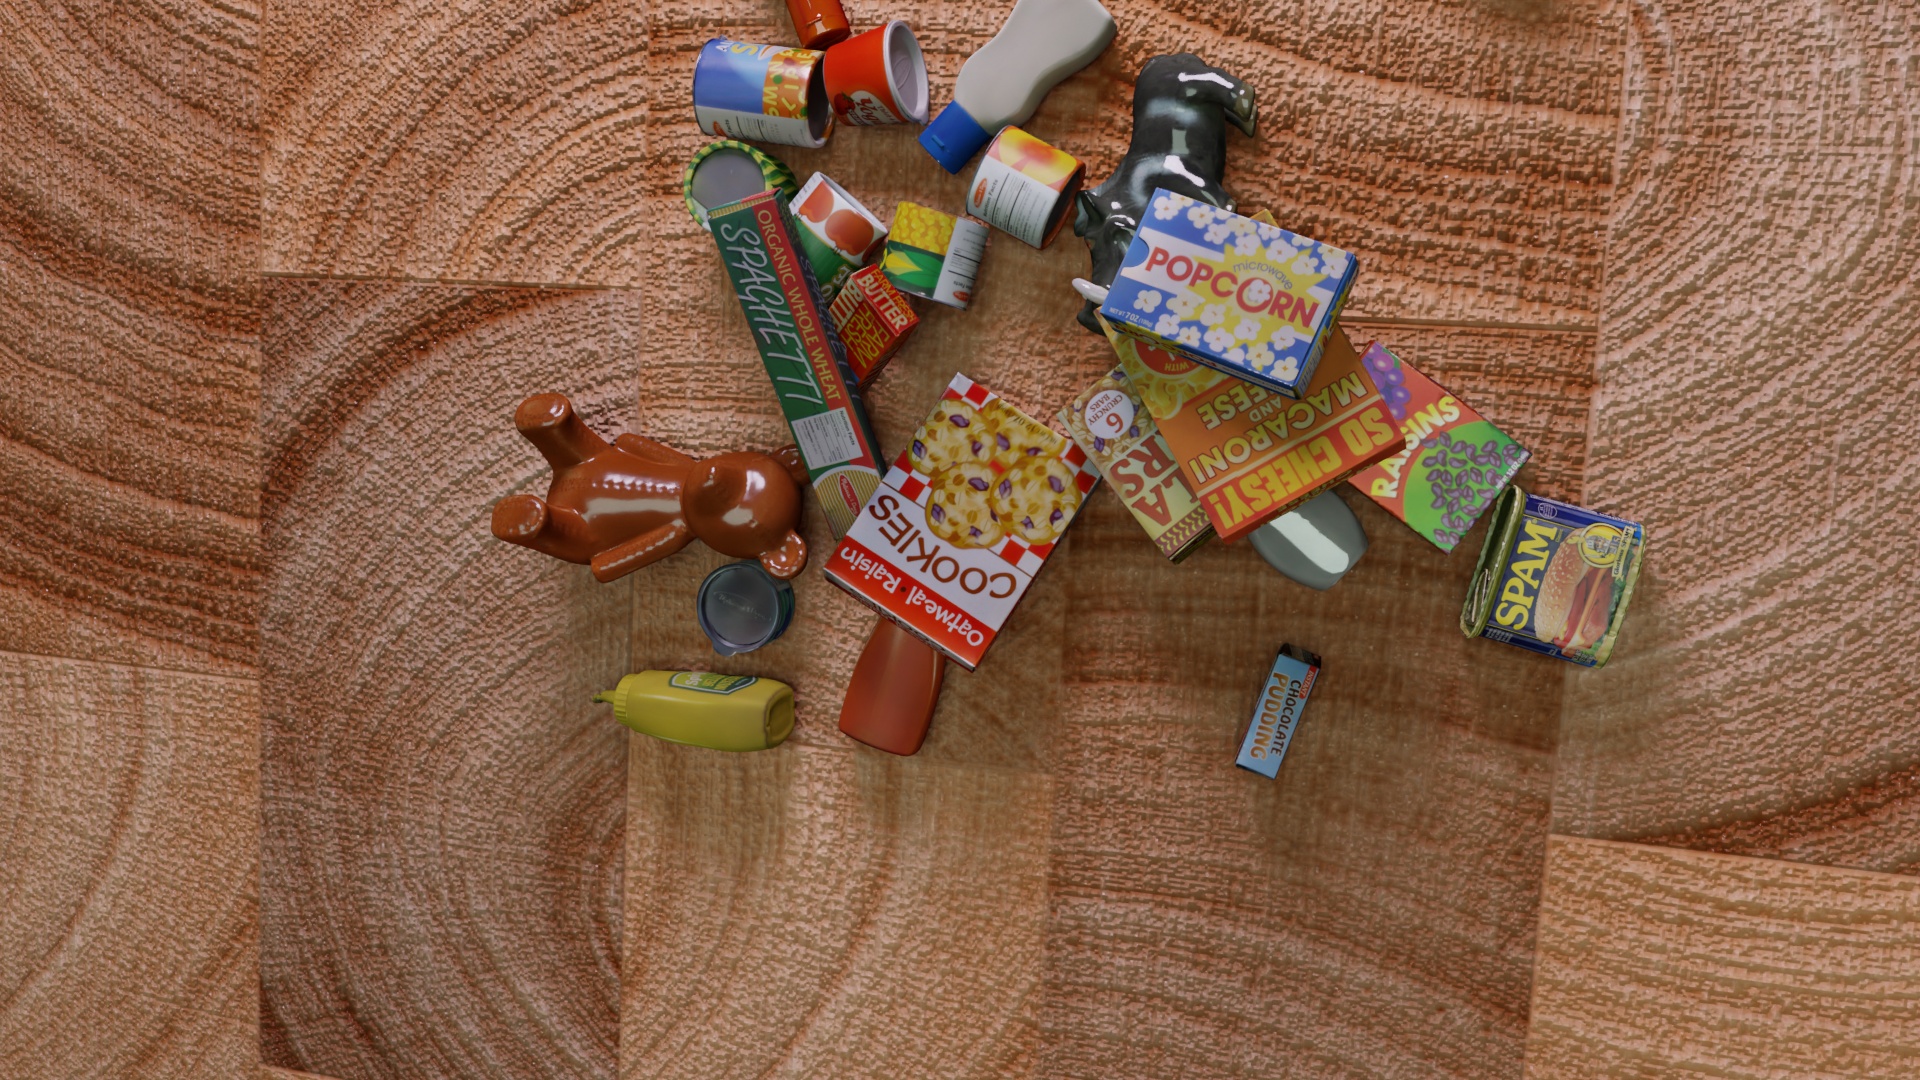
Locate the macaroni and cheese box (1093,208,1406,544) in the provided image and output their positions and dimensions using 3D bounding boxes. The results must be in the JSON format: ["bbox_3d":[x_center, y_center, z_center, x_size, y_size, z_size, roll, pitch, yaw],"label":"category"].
[{"bbox_3d":[0.176,-0.099,0.849,0.123,0.040,0.167,-30,74,11],"label":"macaroni and cheese box"}]

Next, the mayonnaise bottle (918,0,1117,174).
[{"bbox_3d":[0.034,-0.315,0.944,0.148,0.041,0.065,-44,81,14],"label":"mayonnaise bottle"}]

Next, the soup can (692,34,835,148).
[{"bbox_3d":[-0.135,-0.315,0.971,0.084,0.071,0.071,10,98,12],"label":"soup can"}]

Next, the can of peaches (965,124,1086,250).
[{"bbox_3d":[0.046,-0.238,0.936,0.058,0.071,0.071,29,101,9],"label":"can of peaches"}]

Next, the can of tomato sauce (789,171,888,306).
[{"bbox_3d":[-0.100,-0.204,0.973,0.071,0.071,0.083,43,102,6],"label":"can of tomato sauce"}]

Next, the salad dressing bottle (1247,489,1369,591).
[{"bbox_3d":[0.203,-0.031,0.928,0.148,0.044,0.064,44,96,8],"label":"salad dressing bottle"}]

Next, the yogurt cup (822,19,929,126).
[{"bbox_3d":[-0.059,-0.317,0.954,0.054,0.072,0.072,-6,94,22],"label":"yogurt cup"}]

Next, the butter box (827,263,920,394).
[{"bbox_3d":[-0.070,-0.142,0.960,0.053,0.024,0.103,53,147,2],"label":"butter box"}]

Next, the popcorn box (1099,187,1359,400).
[{"bbox_3d":[0.159,-0.145,0.820,0.127,0.038,0.085,25,89,20],"label":"popcorn box"}]

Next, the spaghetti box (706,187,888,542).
[{"bbox_3d":[-0.103,-0.116,0.952,0.050,0.029,0.249,-14,114,12],"label":"spaghetti box"}]

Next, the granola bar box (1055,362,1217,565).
[{"bbox_3d":[0.164,-0.083,0.894,0.165,0.039,0.124,-39,73,9],"label":"granola bar box"}]

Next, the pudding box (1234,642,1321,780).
[{"bbox_3d":[0.214,0.114,0.935,0.030,0.050,0.083,22,99,12],"label":"pudding box"}]

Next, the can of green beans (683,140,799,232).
[{"bbox_3d":[-0.155,-0.246,0.985,0.071,0.058,0.071,1,95,13],"label":"can of green beans"}]

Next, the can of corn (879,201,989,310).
[{"bbox_3d":[-0.021,-0.196,0.954,0.071,0.071,0.058,19,99,11],"label":"can of corn"}]

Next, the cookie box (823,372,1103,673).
[{"bbox_3d":[0.003,-0.012,0.950,0.123,0.040,0.168,32,79,7],"label":"cookie box"}]

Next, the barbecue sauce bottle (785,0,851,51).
[{"bbox_3d":[-0.118,-0.418,0.969,0.065,0.044,0.148,-20,91,15],"label":"barbecue sauce bottle"}]

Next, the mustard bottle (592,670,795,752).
[{"bbox_3d":[-0.205,0.123,1.029,0.160,0.065,0.048,4,101,17],"label":"mustard bottle"}]

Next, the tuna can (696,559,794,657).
[{"bbox_3d":[-0.159,0.050,1.026,0.071,0.033,0.071,1,95,13],"label":"tuna can"}]

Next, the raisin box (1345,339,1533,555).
[{"bbox_3d":[0.293,-0.061,0.906,0.123,0.040,0.086,37,102,6],"label":"raisin box"}]

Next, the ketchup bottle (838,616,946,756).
[{"bbox_3d":[-0.038,0.076,0.994,0.065,0.043,0.148,19,99,10],"label":"ketchup bottle"}]
